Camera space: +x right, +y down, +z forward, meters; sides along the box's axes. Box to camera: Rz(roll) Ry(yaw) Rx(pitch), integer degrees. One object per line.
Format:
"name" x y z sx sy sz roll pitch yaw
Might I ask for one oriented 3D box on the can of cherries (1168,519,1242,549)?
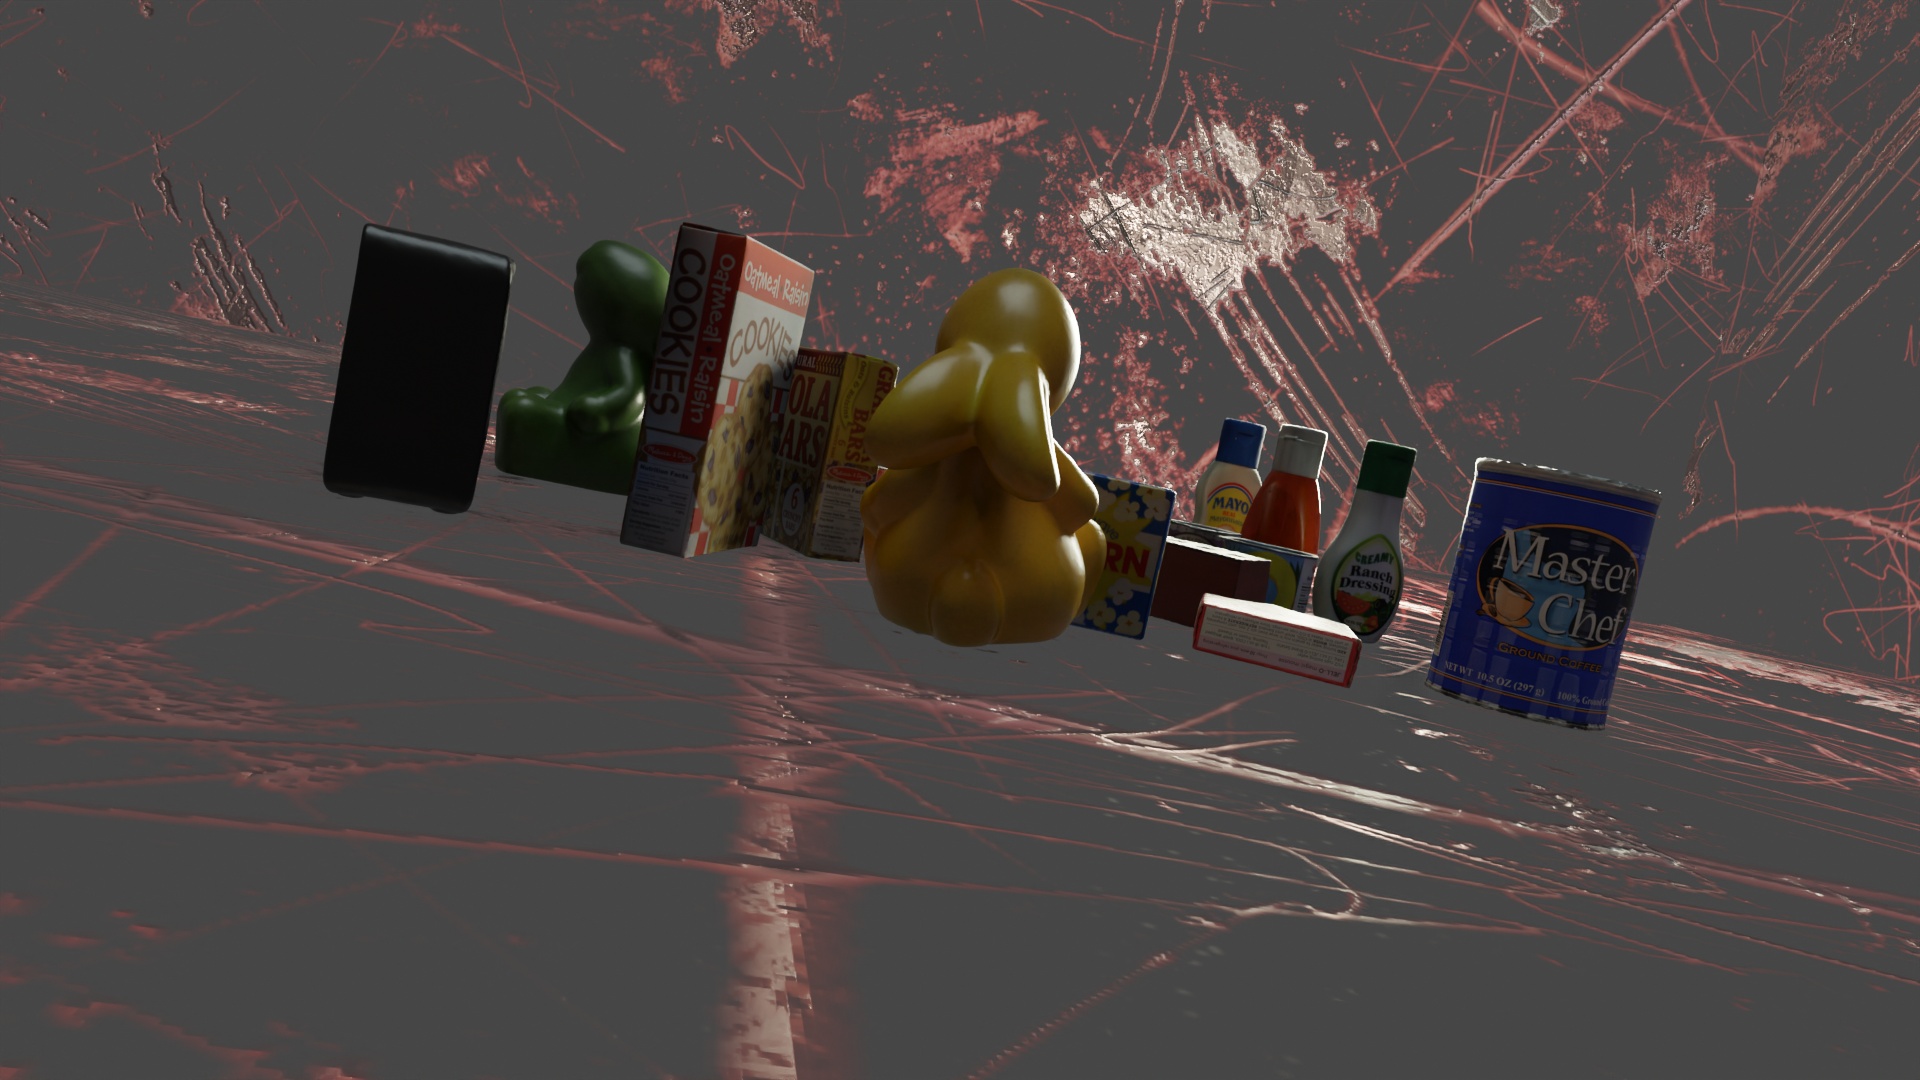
"can of cherries" 0.177 0.017 1.067 0.071 0.058 0.071 12 4 -1

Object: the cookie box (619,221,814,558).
"cookie box" -0.131 -0.079 0.758 0.040 0.167 0.123 13 4 9

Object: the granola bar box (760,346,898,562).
"granola bar box" -0.104 -0.062 0.892 0.039 0.124 0.165 10 5 -30

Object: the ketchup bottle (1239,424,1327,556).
"ketchup bottle" 0.254 -0.016 1.093 0.065 0.148 0.043 16 5 42

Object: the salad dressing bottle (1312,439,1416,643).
"salad dressing bottle" 0.302 0.001 1.029 0.064 0.147 0.044 12 4 -7

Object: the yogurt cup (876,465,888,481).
"yogurt cup" -0.088 -0.040 1.095 0.072 0.054 0.072 12 4 -1

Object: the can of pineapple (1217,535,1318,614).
"can of pineapple" 0.210 0.031 0.975 0.071 0.058 0.071 12 4 -1

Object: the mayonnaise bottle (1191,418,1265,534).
"mayonnaise bottle" 0.227 -0.029 1.188 0.065 0.148 0.041 12 4 -2

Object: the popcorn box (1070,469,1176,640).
"popcorn box" 0.050 0.000 0.775 0.127 0.085 0.038 12 4 5
